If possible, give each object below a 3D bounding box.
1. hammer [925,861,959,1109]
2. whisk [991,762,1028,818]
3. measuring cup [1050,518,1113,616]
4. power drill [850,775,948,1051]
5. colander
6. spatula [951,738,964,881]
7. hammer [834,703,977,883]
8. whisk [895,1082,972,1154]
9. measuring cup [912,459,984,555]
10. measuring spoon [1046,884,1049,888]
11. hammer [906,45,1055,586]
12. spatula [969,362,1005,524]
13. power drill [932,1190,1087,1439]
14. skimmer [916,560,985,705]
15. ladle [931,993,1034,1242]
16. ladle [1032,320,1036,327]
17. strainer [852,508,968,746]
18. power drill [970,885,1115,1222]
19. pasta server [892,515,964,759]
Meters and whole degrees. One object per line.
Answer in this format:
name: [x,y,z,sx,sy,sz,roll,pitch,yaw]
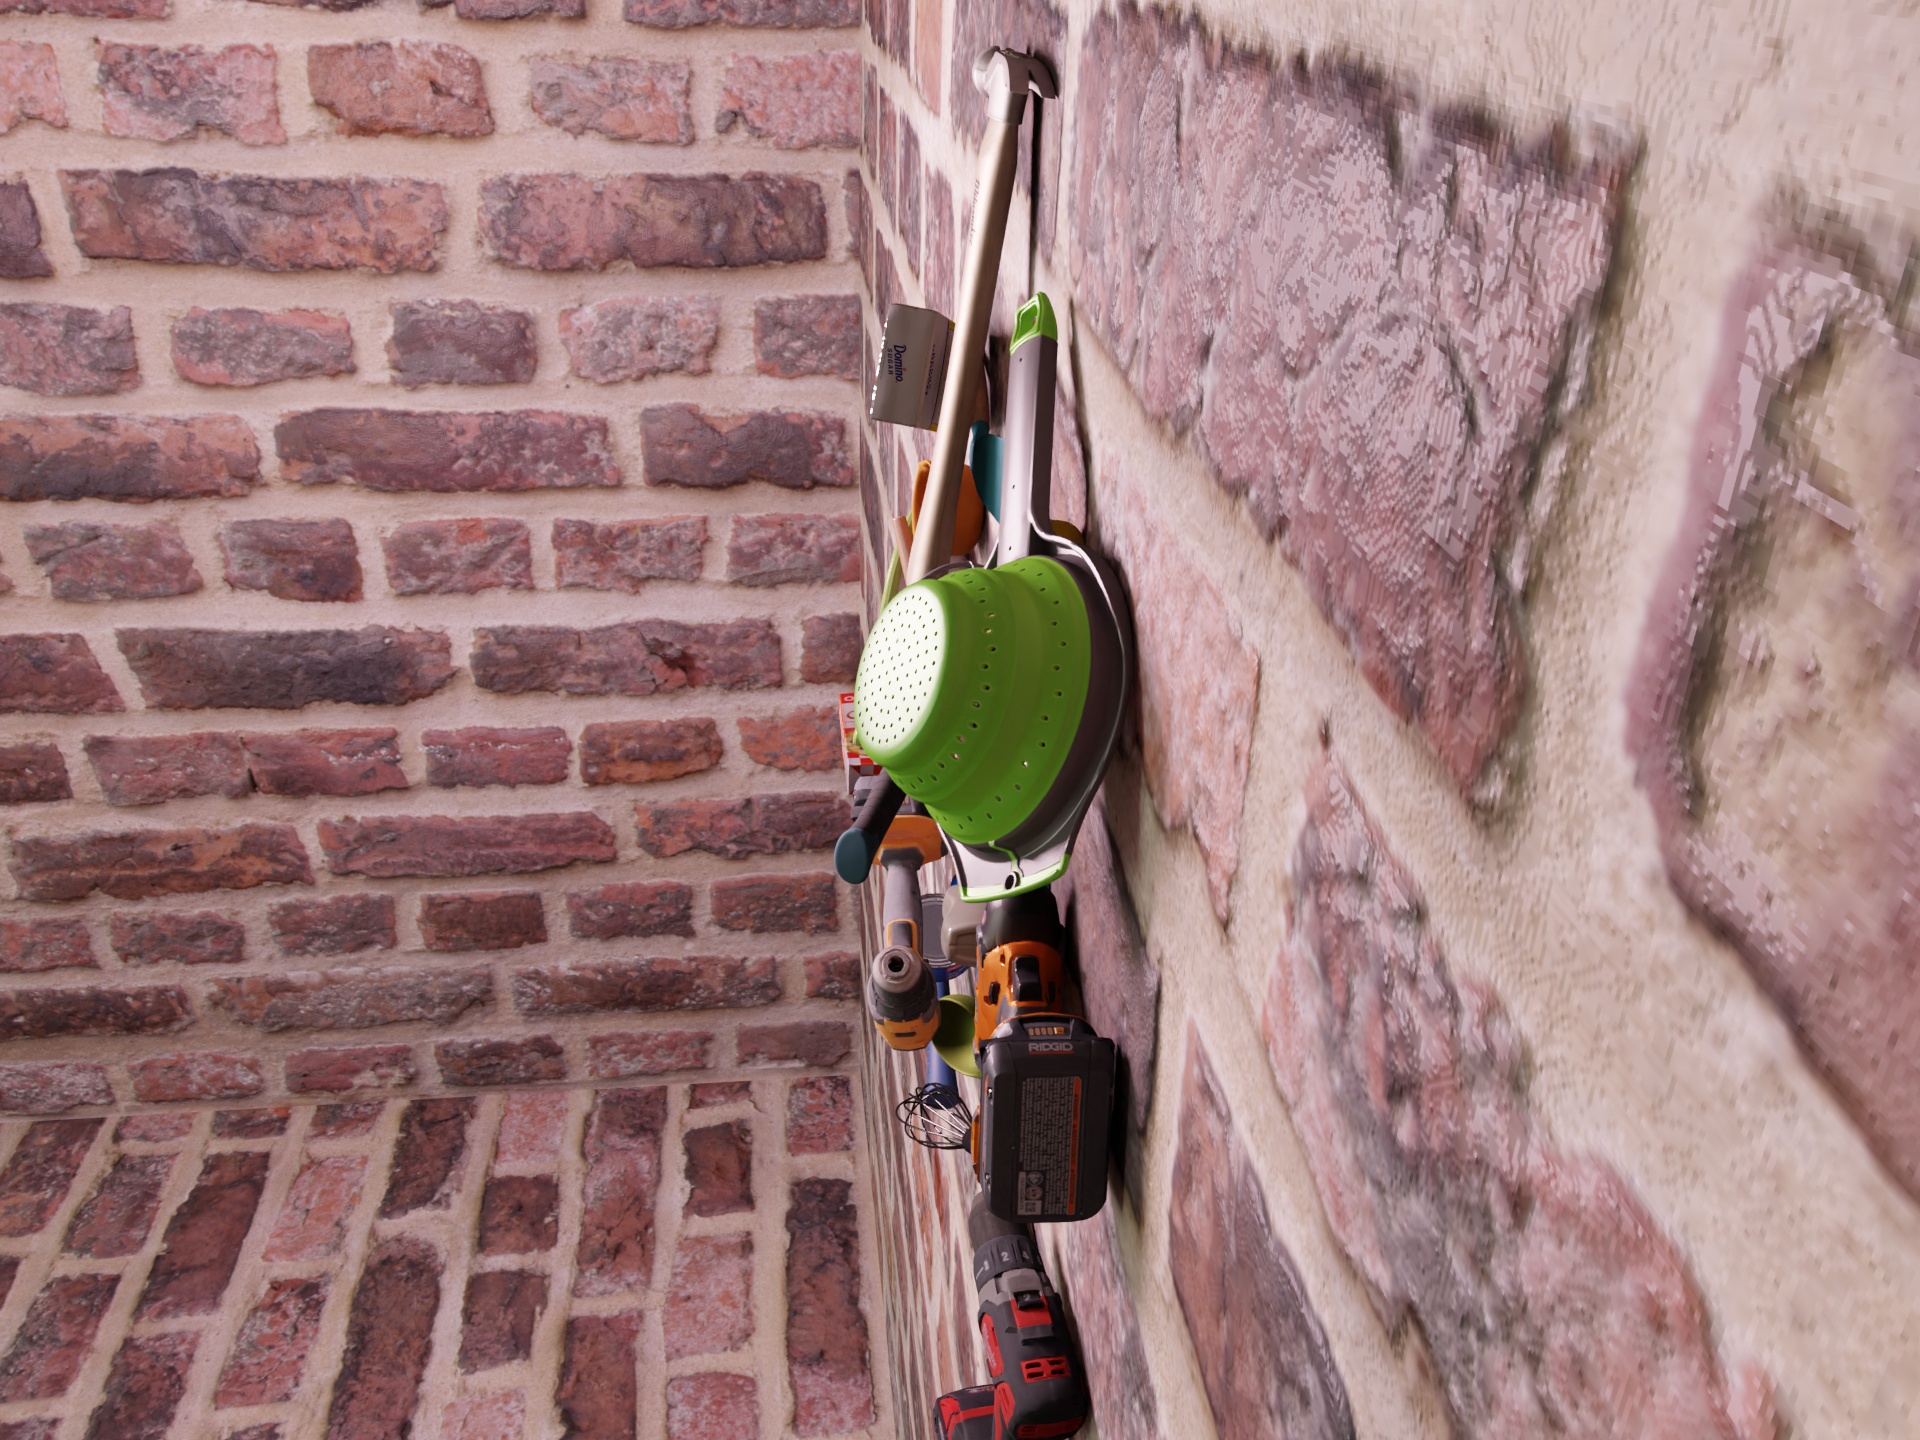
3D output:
hammer: [-0.028,0.218,1.677,0.406,0.035,0.144,-94,1,-45]
whisk: [0.032,0.059,1.248,0.059,0.058,0.246,-63,4,-15]
measuring cup: [0.076,-0.078,0.965,0.157,0.029,0.062,-127,42,-58]
power drill: [-0.053,0.161,1.392,0.185,0.084,0.226,85,-178,-66]
colander: [0.007,-0.095,0.954,0.204,0.094,0.397,-25,56,53]
spatula: [0.001,0.125,1.595,0.060,0.018,0.315,37,139,40]
hammer: [-0.036,0.013,1.344,0.331,0.033,0.128,-63,-21,-49]
whisk: [0.009,0.342,1.296,0.239,0.055,0.055,-175,83,-64]
measuring cup: [0.002,-0.210,1.428,0.173,0.052,0.095,129,139,-63]
measuring spoon: [0.053,0.126,1.171,0.042,0.021,0.128,-117,28,-75]
hammer: [0.007,-0.278,1.187,0.146,0.038,0.410,-106,24,-61]
spatula: [0.026,-0.250,1.315,0.318,0.044,0.082,-93,5,-55]
power drill: [0.033,0.482,1.183,0.188,0.080,0.226,-109,21,-50]
skimmer: [-0.002,-0.004,1.318,0.090,0.127,0.363,40,162,14]
ladle: [0.023,0.361,1.354,0.320,0.062,0.078,-105,23,-52]
ladle: [0.048,-0.126,1.145,0.069,0.031,0.315,-84,-5,-82]
strainer: [-0.042,-0.085,1.538,0.151,0.069,0.256,91,-168,-65]
power drill: [0.046,0.197,1.030,0.227,0.084,0.164,-100,10,-71]
pasta server: [-0.026,-0.035,1.490,0.060,0.040,0.316,-104,0,-82]
